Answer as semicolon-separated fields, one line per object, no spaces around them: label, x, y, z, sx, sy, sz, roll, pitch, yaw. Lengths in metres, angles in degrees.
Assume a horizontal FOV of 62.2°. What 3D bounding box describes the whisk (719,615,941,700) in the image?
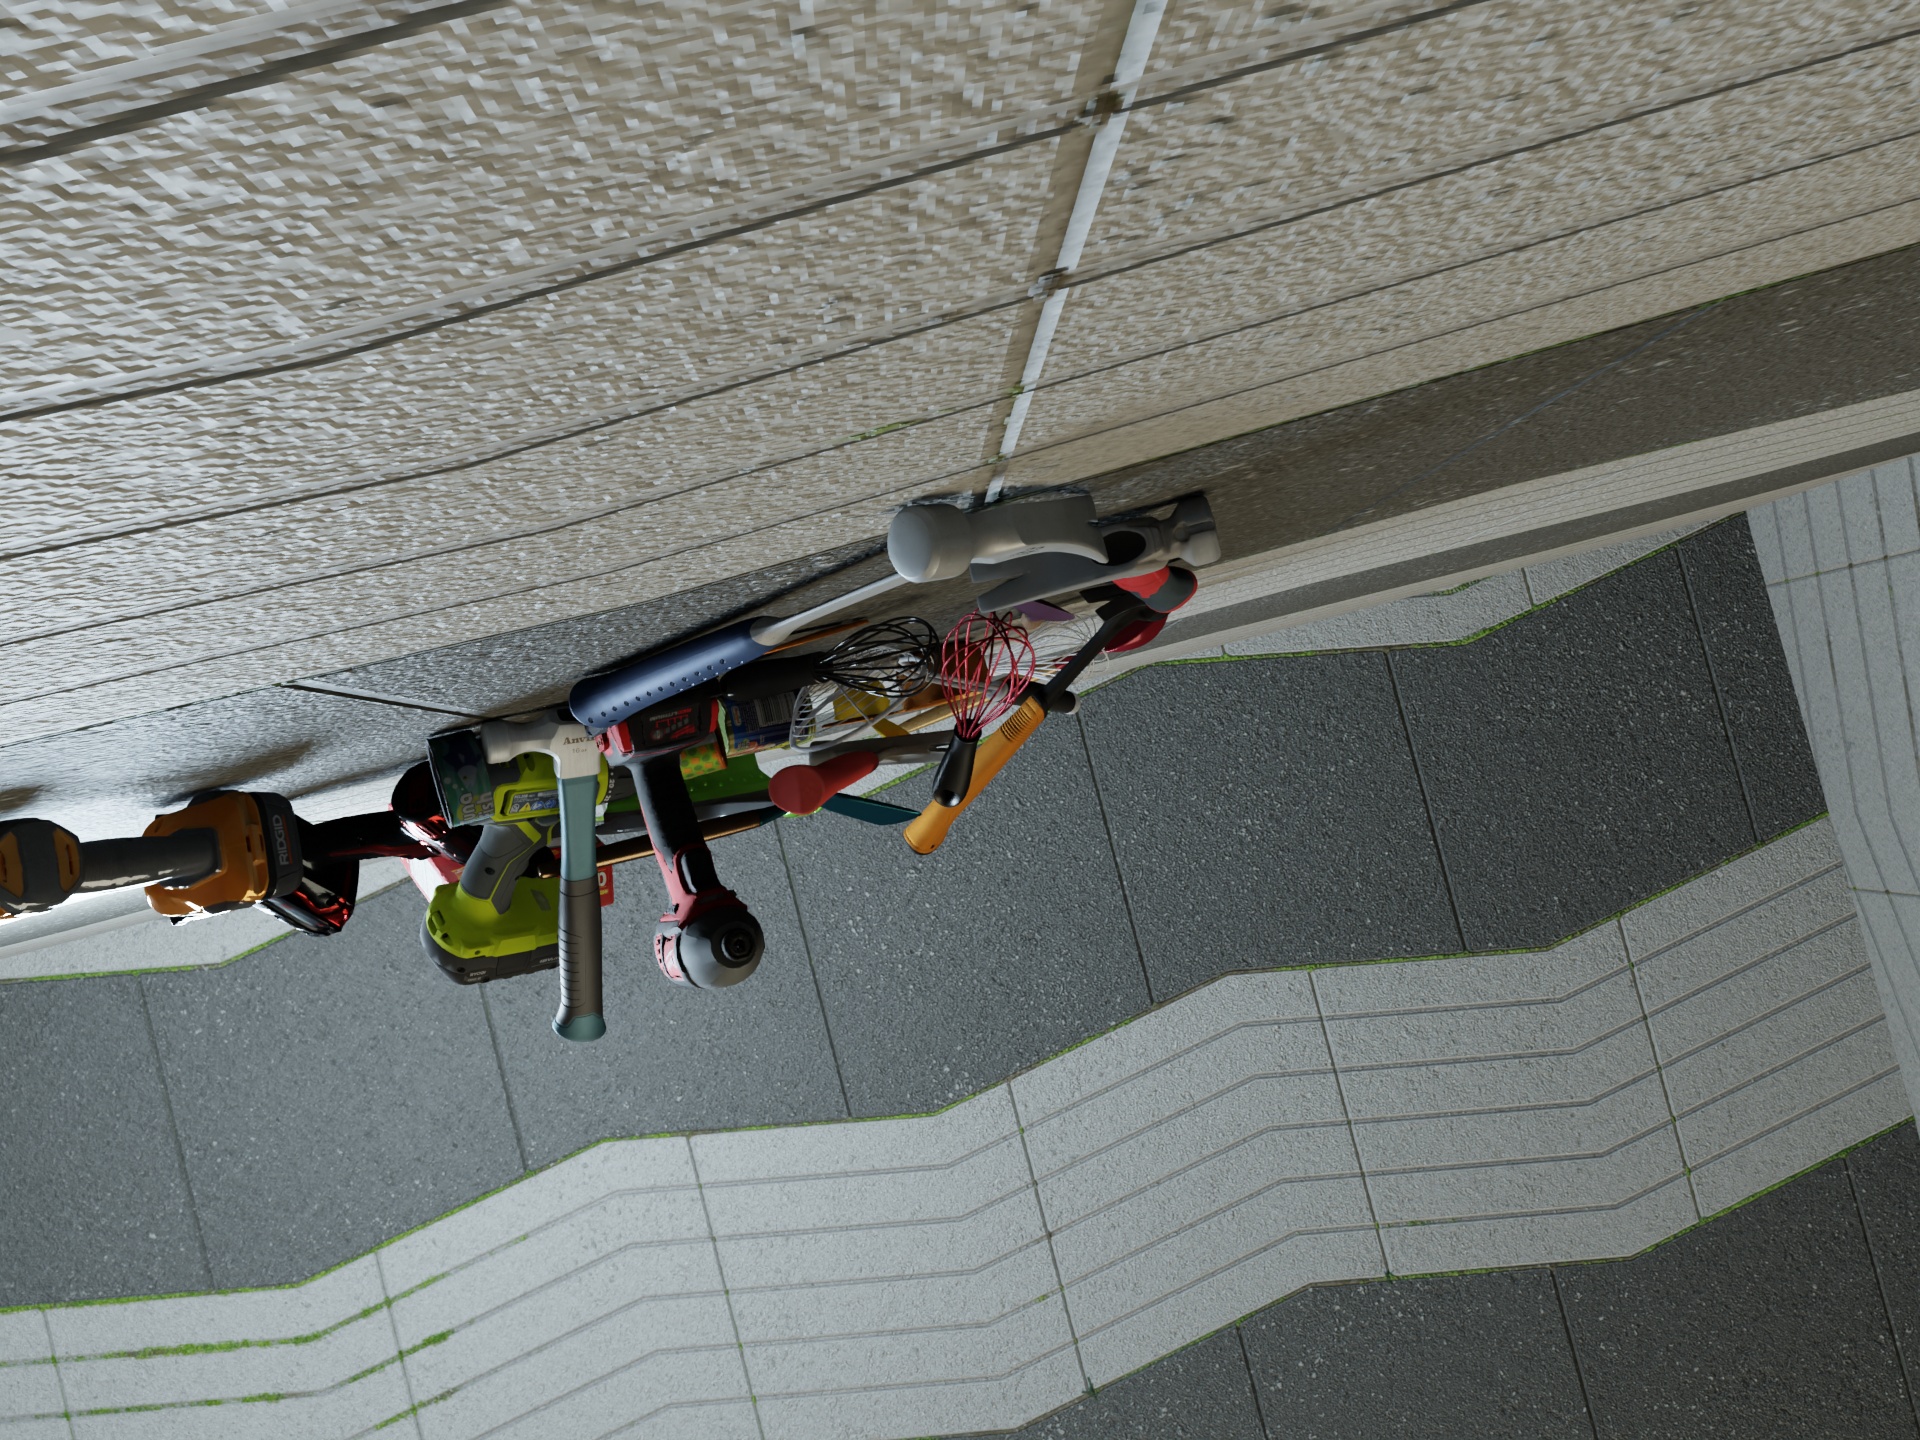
whisk;-0.098;-0.034;1.120;0.055;0.055;0.239;-13;-176;-43

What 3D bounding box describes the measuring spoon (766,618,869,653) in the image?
measuring spoon;-0.115;-0.055;1.066;0.117;0.011;0.021;-18;-176;-23

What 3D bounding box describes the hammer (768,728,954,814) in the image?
hammer;-0.083;0.039;1.318;0.149;0.037;0.359;-5;-177;6

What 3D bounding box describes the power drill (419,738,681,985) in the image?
power drill;-0.337;0.101;1.293;0.190;0.080;0.228;-6;134;-40

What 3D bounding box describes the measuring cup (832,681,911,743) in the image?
measuring cup;-0.082;-0.009;1.561;0.062;0.029;0.157;-19;-157;-19

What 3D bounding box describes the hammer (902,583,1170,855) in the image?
hammer;0.050;0.005;1.391;0.336;0.034;0.127;-49;160;28

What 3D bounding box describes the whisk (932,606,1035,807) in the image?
whisk;0.008;-0.002;1.278;0.073;0.073;0.295;-14;154;-16

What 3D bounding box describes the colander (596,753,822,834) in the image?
colander;-0.234;0.049;1.547;0.204;0.094;0.397;-9;-179;-32

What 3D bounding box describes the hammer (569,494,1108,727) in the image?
hammer;-0.093;-0.051;0.872;0.144;0.035;0.405;-13;177;-43

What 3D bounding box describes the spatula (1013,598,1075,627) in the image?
spatula;0.055;-0.084;1.234;0.060;0.018;0.316;19;-179;1

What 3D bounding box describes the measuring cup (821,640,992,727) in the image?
measuring cup;-0.057;-0.034;1.507;0.173;0.052;0.095;-13;179;15

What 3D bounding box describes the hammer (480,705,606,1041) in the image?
hammer;-0.296;0.128;1.230;0.128;0.330;0.033;-9;-141;-23

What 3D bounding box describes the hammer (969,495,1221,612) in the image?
hammer;0.109;-0.096;1.084;0.143;0.038;0.386;-14;178;11

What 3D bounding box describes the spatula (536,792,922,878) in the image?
spatula;-0.189;0.097;1.312;0.317;0.044;0.082;-13;175;-26

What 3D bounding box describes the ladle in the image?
ladle;0.073;-0.048;1.625;0.315;0.031;0.069;-23;-161;18

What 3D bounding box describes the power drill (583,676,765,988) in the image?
power drill;-0.188;0.076;1.084;0.078;0.220;0.143;-14;178;-23

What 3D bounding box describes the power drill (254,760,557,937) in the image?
power drill;-0.478;0.117;1.370;0.226;0.080;0.187;-16;147;14

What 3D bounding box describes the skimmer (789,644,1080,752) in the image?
skimmer;-0.002;-0.004;1.390;0.127;0.090;0.363;-18;164;36

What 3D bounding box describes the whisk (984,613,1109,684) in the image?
whisk;0.050;-0.058;1.572;0.070;0.070;0.285;-13;-177;-33

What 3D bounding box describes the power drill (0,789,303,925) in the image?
power drill;-0.591;0.104;1.068;0.185;0.084;0.226;-15;174;29
